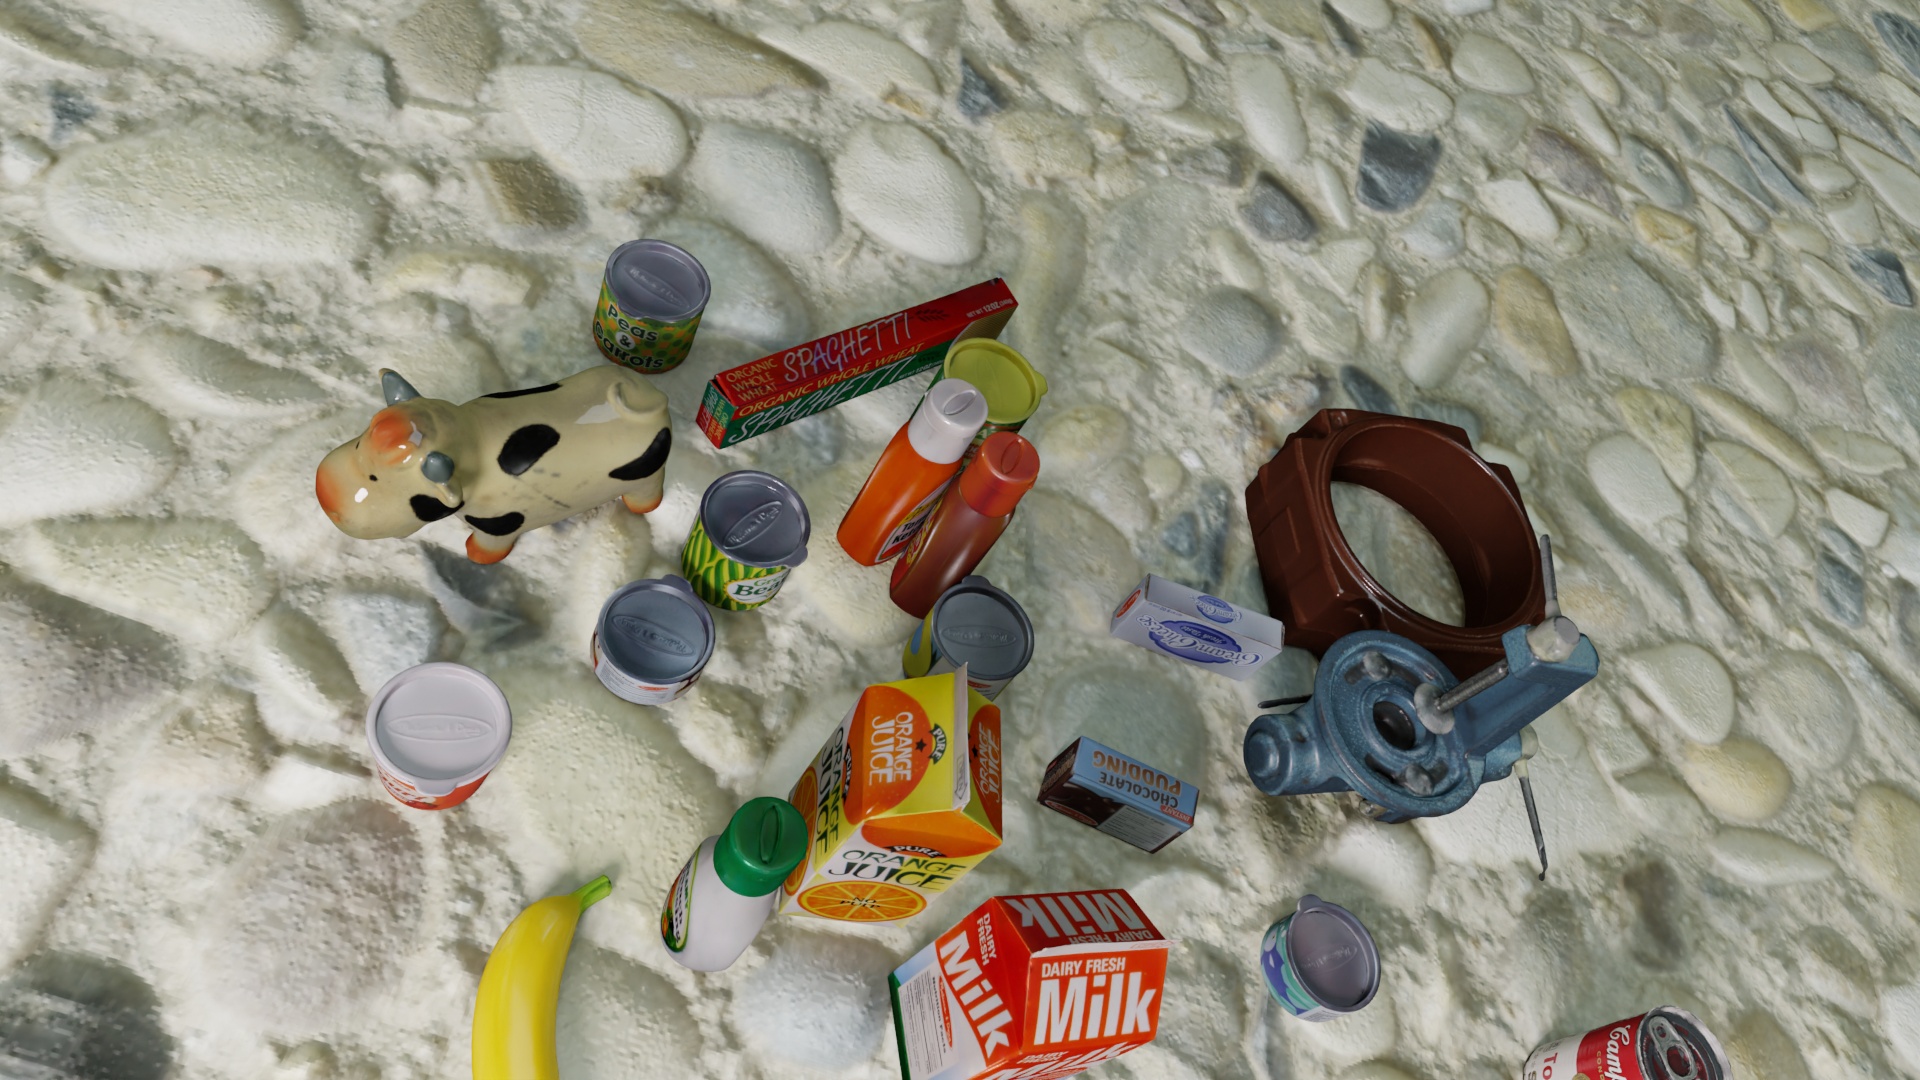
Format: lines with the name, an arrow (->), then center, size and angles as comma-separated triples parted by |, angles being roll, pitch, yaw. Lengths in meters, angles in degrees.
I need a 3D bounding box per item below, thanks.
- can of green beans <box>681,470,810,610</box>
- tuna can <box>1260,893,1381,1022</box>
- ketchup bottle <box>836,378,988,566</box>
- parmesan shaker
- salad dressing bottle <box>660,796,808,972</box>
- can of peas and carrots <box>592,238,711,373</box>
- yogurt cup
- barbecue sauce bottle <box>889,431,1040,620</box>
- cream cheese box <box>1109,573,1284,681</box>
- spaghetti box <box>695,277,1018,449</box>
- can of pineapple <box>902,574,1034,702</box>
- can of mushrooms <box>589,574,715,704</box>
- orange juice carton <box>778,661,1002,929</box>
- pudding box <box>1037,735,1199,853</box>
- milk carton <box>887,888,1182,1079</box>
can of green beans -> -0.129, 0.001, 0.831 | 0.071, 0.057, 0.071 | 12, 55, -18
tuna can -> 0.217, 0.254, 0.843 | 0.071, 0.032, 0.071 | 12, 55, -18
ketchup bottle -> -0.028, -0.042, 0.847 | 0.043, 0.148, 0.065 | 45, 52, 7
parmesan shaker -> 0.005, -0.076, 0.913 | 0.071, 0.102, 0.071 | 12, 56, -18
salad dressing bottle -> -0.111, 0.166, 0.676 | 0.044, 0.147, 0.064 | 15, 55, -16
can of peas and carrots -> -0.200, -0.148, 0.893 | 0.071, 0.058, 0.071 | 12, 55, -18
yogurt cup -> -0.265, 0.102, 0.705 | 0.072, 0.053, 0.073 | 12, 55, -18
barbecue sauce bottle -> 0.003, -0.011, 0.841 | 0.043, 0.147, 0.065 | 31, 52, -4
cream cheese box -> 0.158, 0.059, 0.928 | 0.104, 0.053, 0.024 | 20, 54, -12
spaghetti box -> -0.065, -0.124, 0.945 | 0.251, 0.050, 0.029 | -26, 73, -35
can of pineapple -> 0.004, 0.066, 0.850 | 0.071, 0.057, 0.071 | 12, 55, -18
can of mushrooms -> -0.174, 0.056, 0.790 | 0.071, 0.033, 0.071 | 12, 55, -18
orange juice carton -> -0.031, 0.133, 0.705 | 0.073, 0.191, 0.072 | 12, 55, -17
pudding box -> 0.095, 0.154, 0.840 | 0.084, 0.049, 0.030 | 25, 53, -9
milk carton -> 0.033, 0.222, 0.679 | 0.072, 0.189, 0.074 | 3, 59, -23
